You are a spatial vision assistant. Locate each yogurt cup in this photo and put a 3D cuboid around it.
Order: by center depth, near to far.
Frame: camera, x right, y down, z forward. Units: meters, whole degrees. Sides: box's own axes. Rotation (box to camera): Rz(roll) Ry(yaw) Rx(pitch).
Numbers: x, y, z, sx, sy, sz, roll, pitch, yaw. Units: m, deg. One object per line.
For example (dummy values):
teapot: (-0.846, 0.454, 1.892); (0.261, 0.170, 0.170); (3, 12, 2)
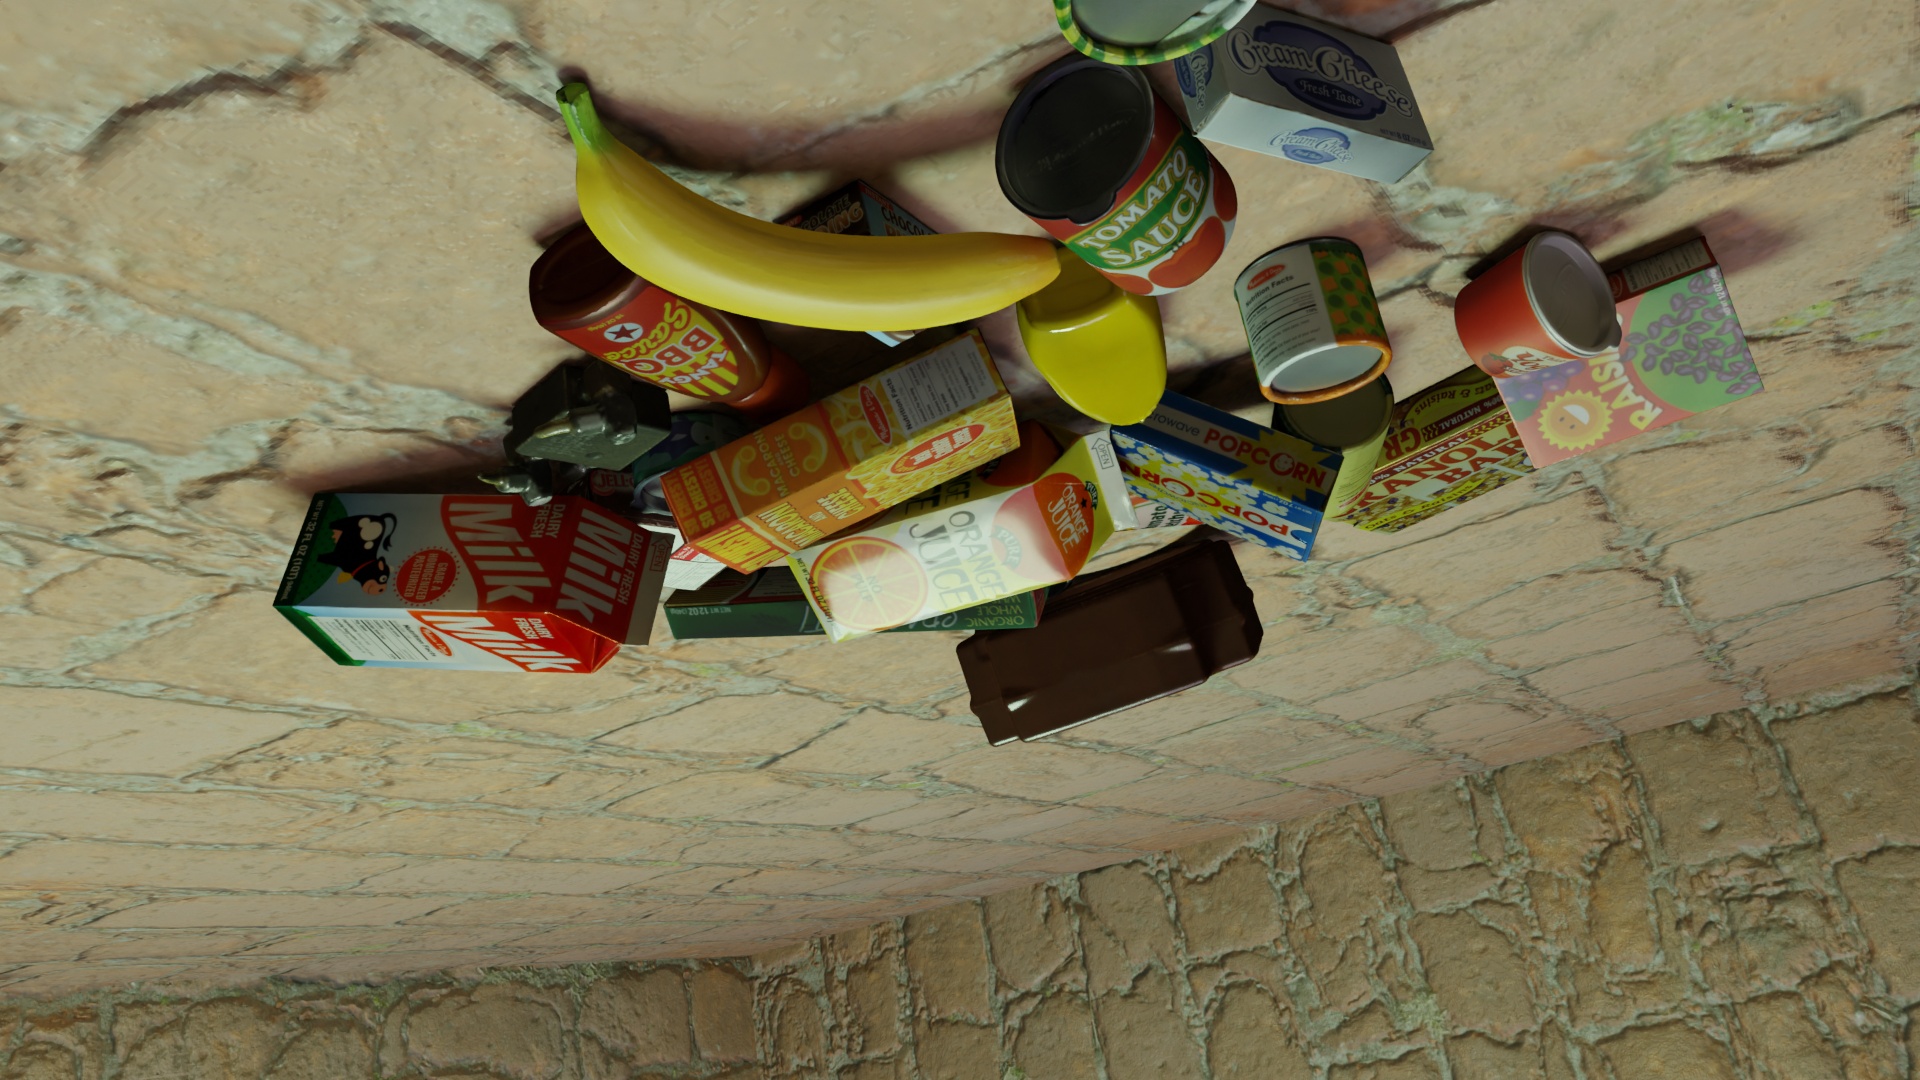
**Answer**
yogurt cup: (0.294, -0.118, 0.717); (0.072, 0.072, 0.053); (3, 163, -31)

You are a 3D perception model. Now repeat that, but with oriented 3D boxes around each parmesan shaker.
parmesan shaker: (0.217, -0.064, 0.821); (0.071, 0.071, 0.102); (-12, 158, 4)

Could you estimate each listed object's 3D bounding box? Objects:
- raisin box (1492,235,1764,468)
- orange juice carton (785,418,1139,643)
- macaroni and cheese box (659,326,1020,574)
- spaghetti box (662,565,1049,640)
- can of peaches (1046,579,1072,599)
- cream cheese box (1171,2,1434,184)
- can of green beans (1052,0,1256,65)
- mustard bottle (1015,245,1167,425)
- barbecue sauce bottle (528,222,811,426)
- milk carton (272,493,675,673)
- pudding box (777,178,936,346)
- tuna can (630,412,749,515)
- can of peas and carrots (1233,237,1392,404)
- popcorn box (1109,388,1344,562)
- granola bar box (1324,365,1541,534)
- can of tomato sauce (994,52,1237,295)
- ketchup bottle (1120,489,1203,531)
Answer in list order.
raisin box: (0.361, -0.102, 0.767); (0.123, 0.040, 0.086); (-22, 117, 27)
orange juice carton: (0.003, -0.010, 0.808); (0.192, 0.073, 0.071); (-16, 123, 14)
macaroni and cheese box: (-0.055, -0.041, 0.702); (0.166, 0.040, 0.123); (-25, 171, 1)
spaghetti box: (-0.067, 0.036, 0.888); (0.250, 0.050, 0.028); (-3, 117, 17)
can of peaches: (0.035, 0.008, 0.927); (0.071, 0.058, 0.071); (-9, 160, -3)
cream cheese box: (0.126, -0.169, 0.518); (0.104, 0.053, 0.024); (3, 153, -31)
can of green beans: (0.056, -0.189, 0.424); (0.071, 0.058, 0.071); (-9, 159, -3)
mustard bottle: (0.073, -0.093, 0.696); (0.065, 0.049, 0.160); (-15, 160, 12)
barbecue sauce bottle: (-0.119, -0.091, 0.618); (0.065, 0.044, 0.148); (-20, 158, 19)
milk carton: (-0.251, 0.023, 0.742); (0.191, 0.073, 0.073); (1, 149, 8)
pudding box: (-0.037, -0.118, 0.605); (0.049, 0.030, 0.083); (-23, 156, 27)
tuna can: (-0.147, -0.040, 0.752); (0.071, 0.033, 0.071); (-9, 159, -3)
can of peas and carrots: (0.177, -0.107, 0.693); (0.071, 0.059, 0.070); (-9, 159, -3)
popcorn box: (0.150, -0.039, 0.799); (0.127, 0.038, 0.085); (23, 164, 14)
granola bar box: (0.316, -0.057, 0.917); (0.124, 0.039, 0.165); (10, 151, -42)
can of tomato sauce: (0.064, -0.139, 0.542); (0.071, 0.071, 0.083); (-22, 157, 27)
ketchup bottle: (0.094, -0.029, 0.881); (0.149, 0.043, 0.064); (-6, 158, -11)
